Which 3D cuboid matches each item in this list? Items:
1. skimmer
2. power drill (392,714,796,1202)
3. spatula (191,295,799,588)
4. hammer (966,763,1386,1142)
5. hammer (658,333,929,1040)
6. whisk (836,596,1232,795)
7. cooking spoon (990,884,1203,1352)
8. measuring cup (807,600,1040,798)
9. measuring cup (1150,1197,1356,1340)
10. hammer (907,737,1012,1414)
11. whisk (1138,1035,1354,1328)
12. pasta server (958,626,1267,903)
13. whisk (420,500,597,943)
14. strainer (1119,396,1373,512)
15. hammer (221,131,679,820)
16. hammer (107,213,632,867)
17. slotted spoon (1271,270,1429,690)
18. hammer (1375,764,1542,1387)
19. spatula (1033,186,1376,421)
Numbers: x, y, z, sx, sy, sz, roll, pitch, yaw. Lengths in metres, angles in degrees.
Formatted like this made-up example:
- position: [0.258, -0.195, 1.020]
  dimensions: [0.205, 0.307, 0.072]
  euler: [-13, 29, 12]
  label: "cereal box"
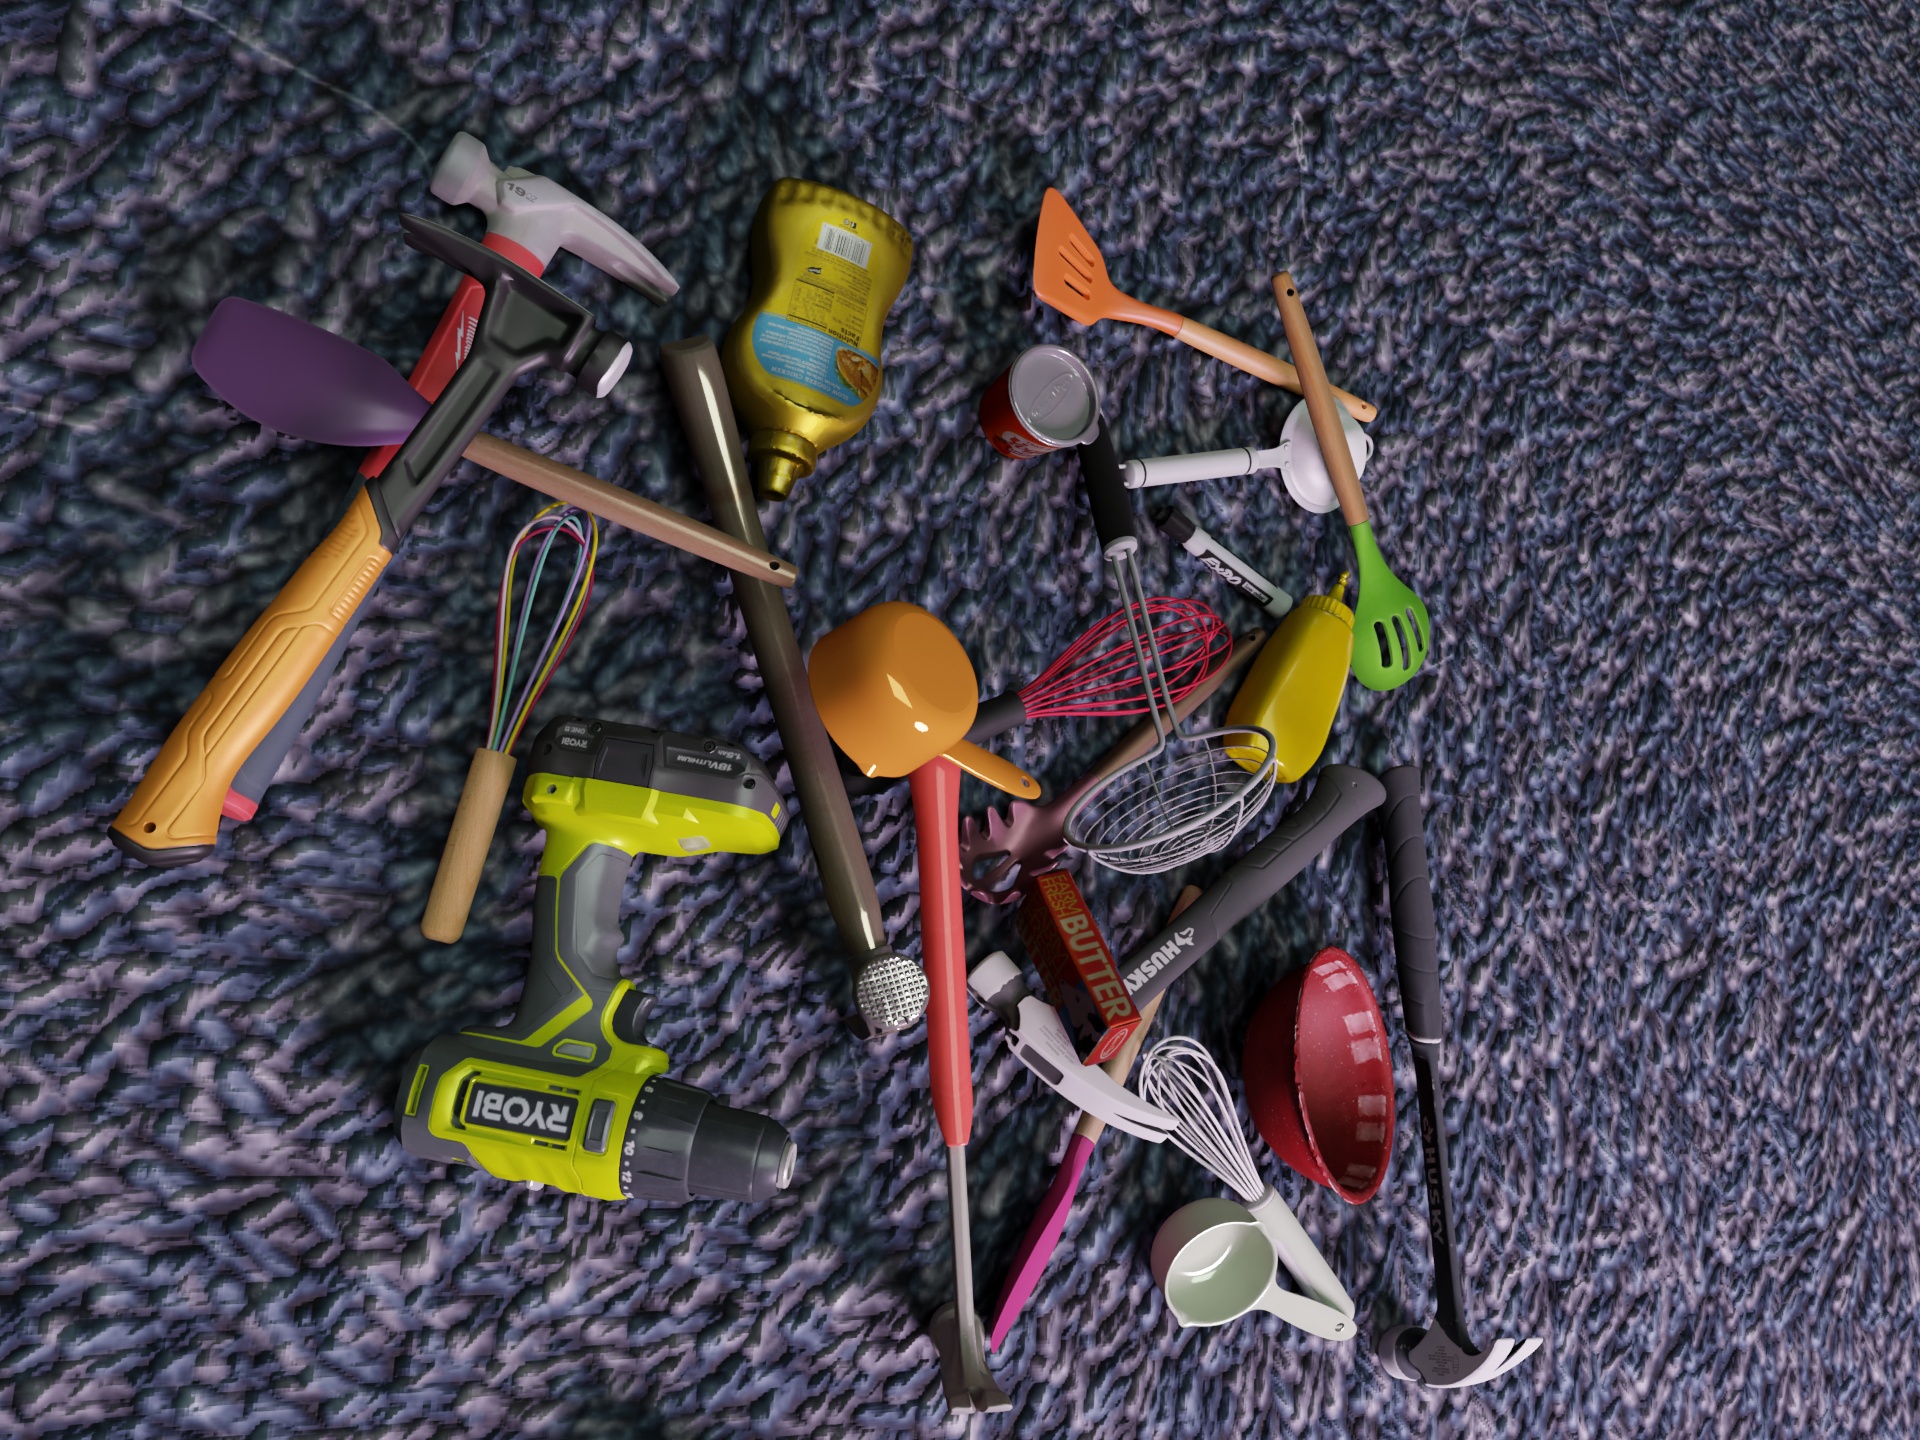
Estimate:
- position: [0.097, -0.070, 0.947]
  dimensions: [0.090, 0.127, 0.364]
  euler: [43, 31, -51]
  label: "skimmer"
- position: [-0.161, 0.124, 0.802]
  dimensions: [0.190, 0.080, 0.229]
  euler: [9, 72, 6]
  label: "power drill"
- position: [-0.232, -0.132, 0.815]
  dimensions: [0.315, 0.018, 0.060]
  euler: [22, 73, -11]
  label: "spatula"
- position: [0.168, 0.126, 1.017]
  dimensions: [0.335, 0.035, 0.146]
  euler: [-34, 70, -32]
  label: "hammer"
- position: [-0.100, -0.023, 0.895]
  dimensions: [0.038, 0.146, 0.411]
  euler: [-15, 79, -12]
  label: "hammer"
- position: [0.051, -0.014, 0.993]
  dimensions: [0.296, 0.073, 0.073]
  euler: [-22, 92, -24]
  label: "whisk"
- position: [0.086, 0.236, 0.981]
  dimensions: [0.017, 0.068, 0.319]
  euler: [20, 61, 18]
  label: "cooking spoon"
- position: [-0.001, -0.003, 0.865]
  dimensions: [0.173, 0.052, 0.095]
  euler: [29, 44, -34]
  label: "measuring cup"
- position: [0.188, 0.354, 1.008]
  dimensions: [0.167, 0.038, 0.083]
  euler: [32, 97, -28]
  label: "measuring cup"
- position: [-0.006, 0.183, 0.875]
  dimensions: [0.036, 0.149, 0.359]
  euler: [-2, 81, -6]
  label: "hammer"
- position: [0.186, 0.301, 1.020]
  dimensions: [0.059, 0.058, 0.246]
  euler: [-42, 107, -25]
  label: "whisk"
- position: [0.105, 0.020, 1.029]
  dimensions: [0.060, 0.040, 0.316]
  euler: [40, 58, 19]
  label: "pasta server"
- position: [-0.241, -0.003, 0.842]
  dimensions: [0.047, 0.051, 0.245]
  euler: [15, 77, -5]
  label: "whisk"
- position: [0.210, -0.183, 1.126]
  dimensions: [0.258, 0.050, 0.087]
  euler: [-11, 101, -27]
  label: "strainer"
- position: [-0.282, -0.121, 0.837]
  dimensions: [0.143, 0.038, 0.386]
  euler: [29, 68, -24]
  label: "hammer"
- position: [-0.299, -0.083, 0.762]
  dimensions: [0.127, 0.034, 0.337]
  euler: [32, 75, -8]
  label: "hammer"
- position: [0.271, -0.163, 1.120]
  dimensions: [0.070, 0.031, 0.313]
  euler: [-25, 106, -13]
  label: "slotted spoon"
- position: [0.314, 0.230, 1.070]
  dimensions: [0.036, 0.149, 0.409]
  euler: [4, 72, -14]
  label: "hammer"
- position: [0.177, -0.272, 1.121]
  dimensions: [0.322, 0.041, 0.081]
  euler: [16, 73, -27]
  label: "spatula"
